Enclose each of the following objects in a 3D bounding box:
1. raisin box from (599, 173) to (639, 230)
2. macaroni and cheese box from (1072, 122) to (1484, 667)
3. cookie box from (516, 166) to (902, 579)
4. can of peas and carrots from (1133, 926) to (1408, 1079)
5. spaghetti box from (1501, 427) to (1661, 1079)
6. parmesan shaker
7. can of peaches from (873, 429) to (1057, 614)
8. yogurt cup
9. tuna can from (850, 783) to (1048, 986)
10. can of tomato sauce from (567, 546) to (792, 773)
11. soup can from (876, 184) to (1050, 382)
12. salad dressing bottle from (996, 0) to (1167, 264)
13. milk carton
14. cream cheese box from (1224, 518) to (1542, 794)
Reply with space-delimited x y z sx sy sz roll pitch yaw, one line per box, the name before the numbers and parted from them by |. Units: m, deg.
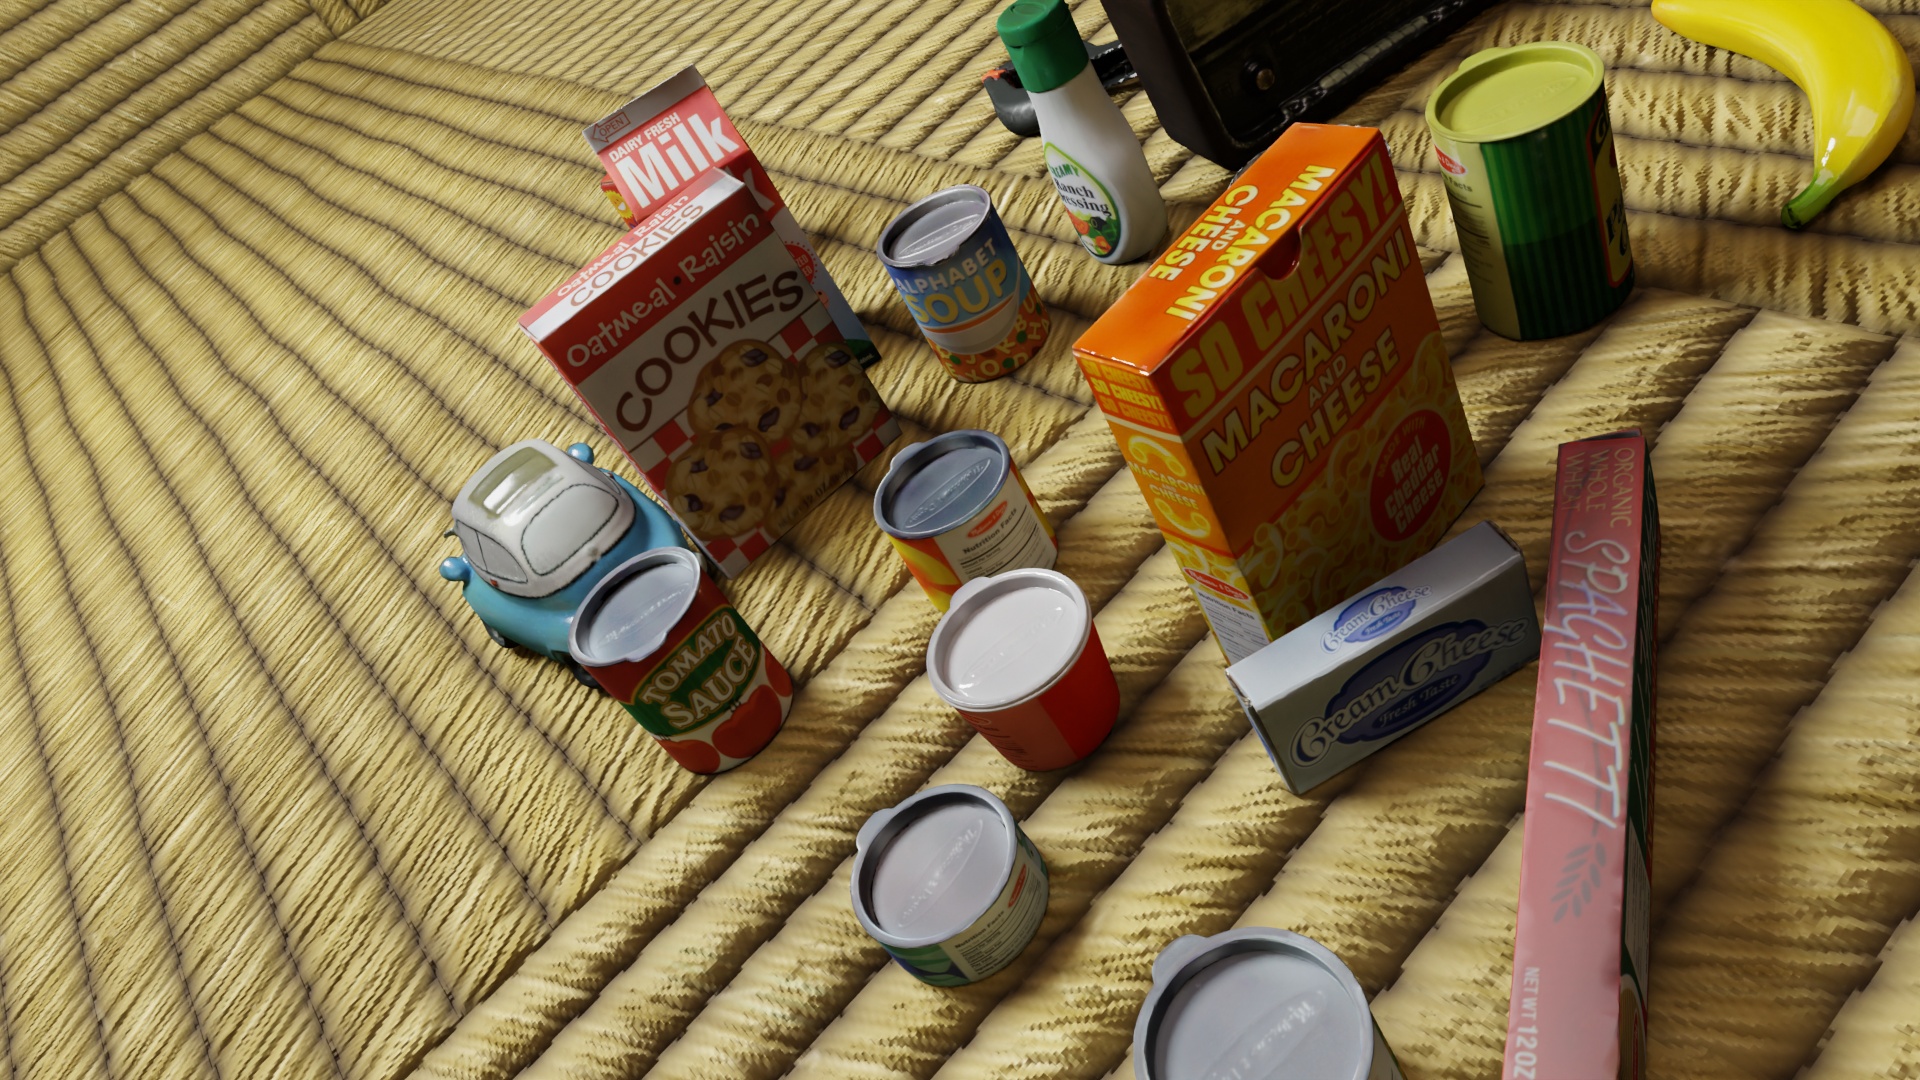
raisin box | -0.166 -0.210 0.908 0.040 0.123 0.086 8 53 40
macaroni and cheese box | 0.121 -0.042 0.492 0.124 0.166 0.040 -46 40 -17
cookie box | -0.120 -0.081 0.699 0.123 0.166 0.040 -42 39 -12
can of peas and carrots | 0.088 0.151 0.391 0.071 0.058 0.071 -19 40 17
spaghetti box | 0.190 0.070 0.417 0.028 0.050 0.251 -4 46 32
parmesan shaker | 0.237 -0.144 0.576 0.071 0.102 0.072 -19 40 17
can of peaches | 0.002 -0.008 0.624 0.071 0.058 0.071 -19 40 17
yogurt cup | 0.028 0.053 0.543 0.072 0.053 0.073 -19 40 17
tuna can | -0.005 0.124 0.505 0.071 0.032 0.071 -19 40 16
can of tomato sauce | -0.122 0.055 0.619 0.071 0.082 0.071 -19 40 17
soup can | 0.003 -0.134 0.741 0.071 0.083 0.072 -19 40 17
salad dressing bottle | 0.065 -0.217 0.738 0.044 0.147 0.064 -41 39 -11
milk carton | -0.127 -0.167 0.779 0.072 0.189 0.074 -33 38 0
cream cheese box | 0.147 0.041 0.475 0.104 0.053 0.024 -30 38 2
